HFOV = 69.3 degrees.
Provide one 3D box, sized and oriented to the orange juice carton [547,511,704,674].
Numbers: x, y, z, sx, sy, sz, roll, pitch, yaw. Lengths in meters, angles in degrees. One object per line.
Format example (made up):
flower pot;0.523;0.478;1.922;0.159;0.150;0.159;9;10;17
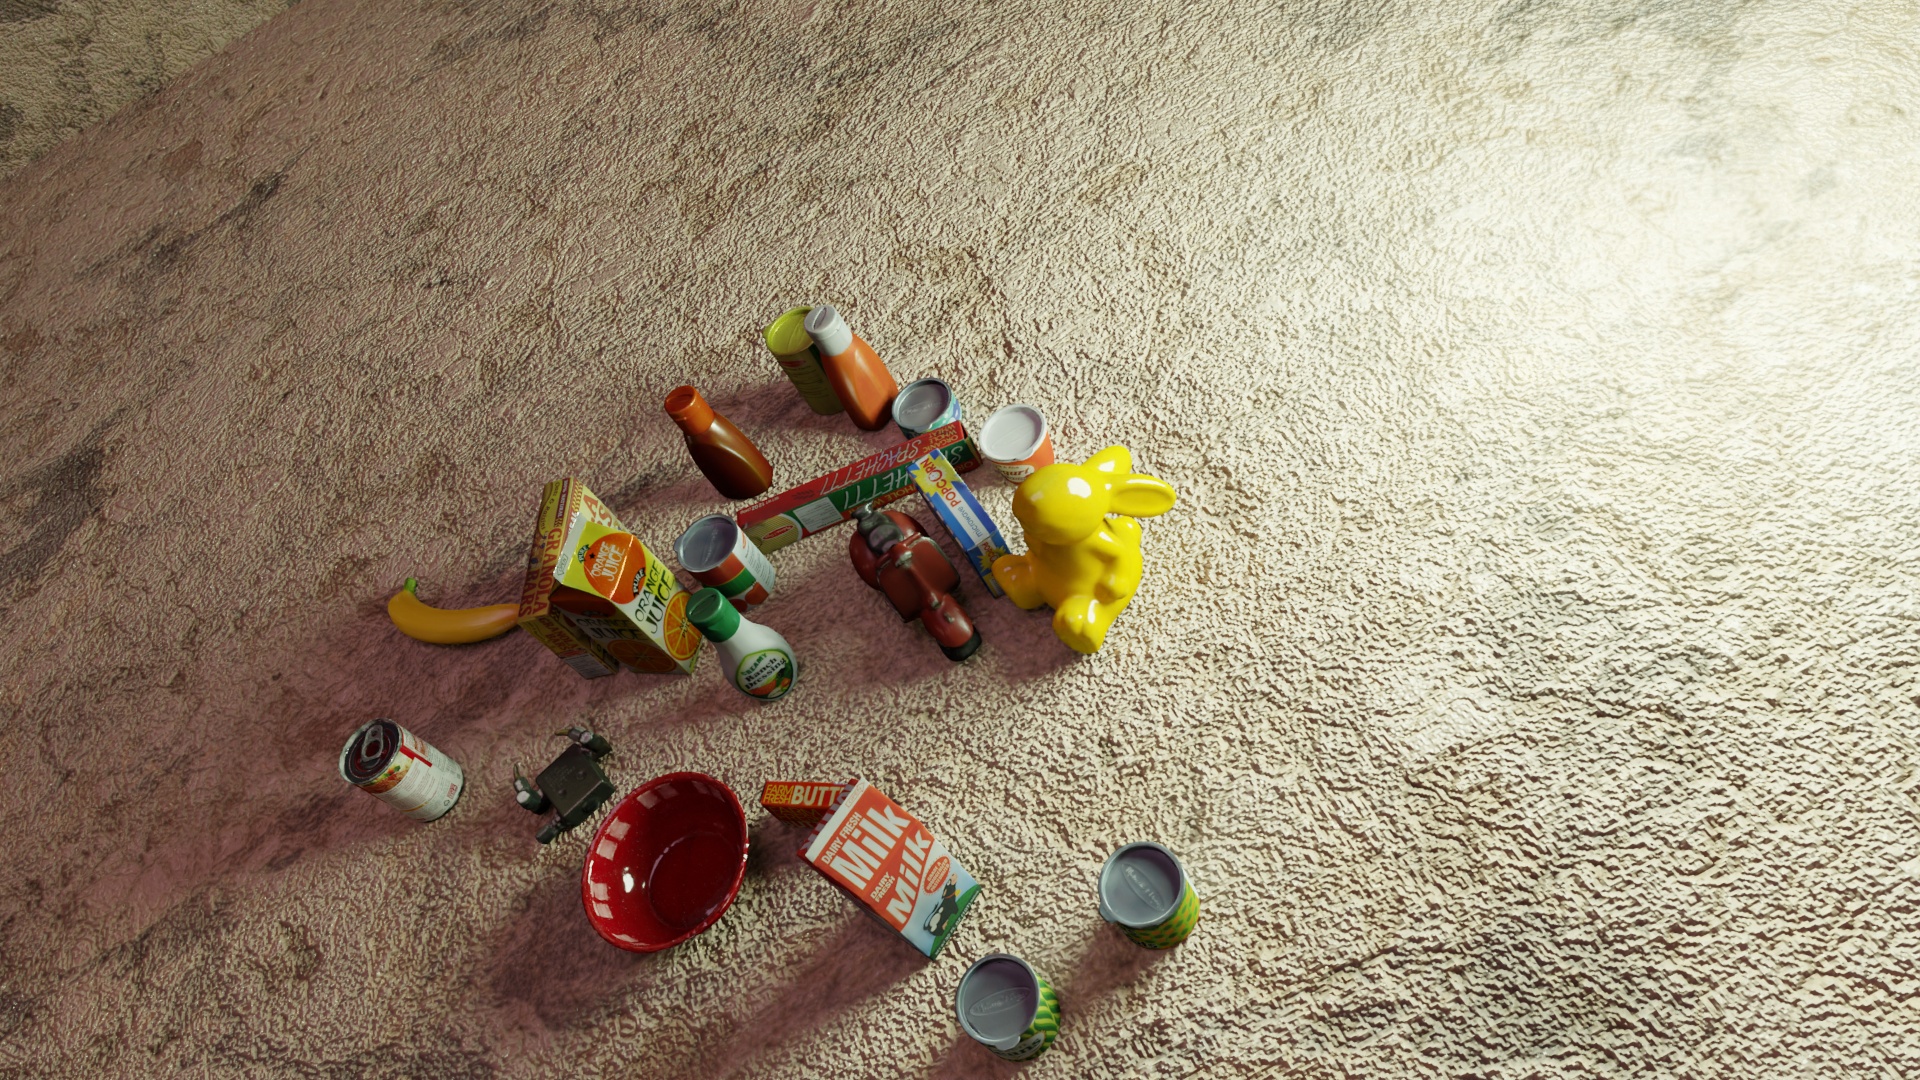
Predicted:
orange juice carton;-0.320;0.052;1.314;0.073;0.192;0.072;-1;58;23

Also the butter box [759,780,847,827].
butter box;-0.115;0.228;1.193;0.103;0.053;0.024;-2;57;22

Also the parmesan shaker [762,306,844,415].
parmesan shaker;-0.156;-0.189;1.467;0.071;0.102;0.071;-12;54;16

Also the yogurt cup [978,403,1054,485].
yogurt cup;0.057;-0.090;1.338;0.072;0.053;0.073;-11;54;16

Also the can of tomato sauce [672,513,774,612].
can of tomato sauce;-0.231;0.024;1.366;0.071;0.082;0.071;-12;54;16

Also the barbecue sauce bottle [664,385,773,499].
barbecue sauce bottle;-0.250;-0.099;1.417;0.065;0.148;0.044;-6;56;20

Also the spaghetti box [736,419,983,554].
spaghetti box;-0.101;-0.051;1.382;0.250;0.050;0.029;-22;52;8

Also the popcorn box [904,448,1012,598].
popcorn box;0.005;-0.016;1.290;0.038;0.085;0.127;-35;51;-2

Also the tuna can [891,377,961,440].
tuna can;-0.034;-0.129;1.418;0.071;0.032;0.071;-11;54;16

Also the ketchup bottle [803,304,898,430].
ketchup bottle;-0.111;-0.178;1.411;0.043;0.148;0.065;7;61;28

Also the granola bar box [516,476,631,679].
granola bar box;-0.381;0.038;1.395;0.039;0.123;0.166;-12;54;16

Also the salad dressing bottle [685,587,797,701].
salad dressing bottle;-0.199;0.095;1.261;0.064;0.147;0.044;-37;51;-3

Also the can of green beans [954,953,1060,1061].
can of green beans;0.036;0.350;1.040;0.071;0.057;0.071;-11;54;16

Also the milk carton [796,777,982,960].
milk carton;-0.059;0.247;1.067;0.073;0.190;0.072;24;70;34

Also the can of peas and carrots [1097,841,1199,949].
can of peas and carrots;0.141;0.271;1.049;0.071;0.058;0.071;-11;54;16
